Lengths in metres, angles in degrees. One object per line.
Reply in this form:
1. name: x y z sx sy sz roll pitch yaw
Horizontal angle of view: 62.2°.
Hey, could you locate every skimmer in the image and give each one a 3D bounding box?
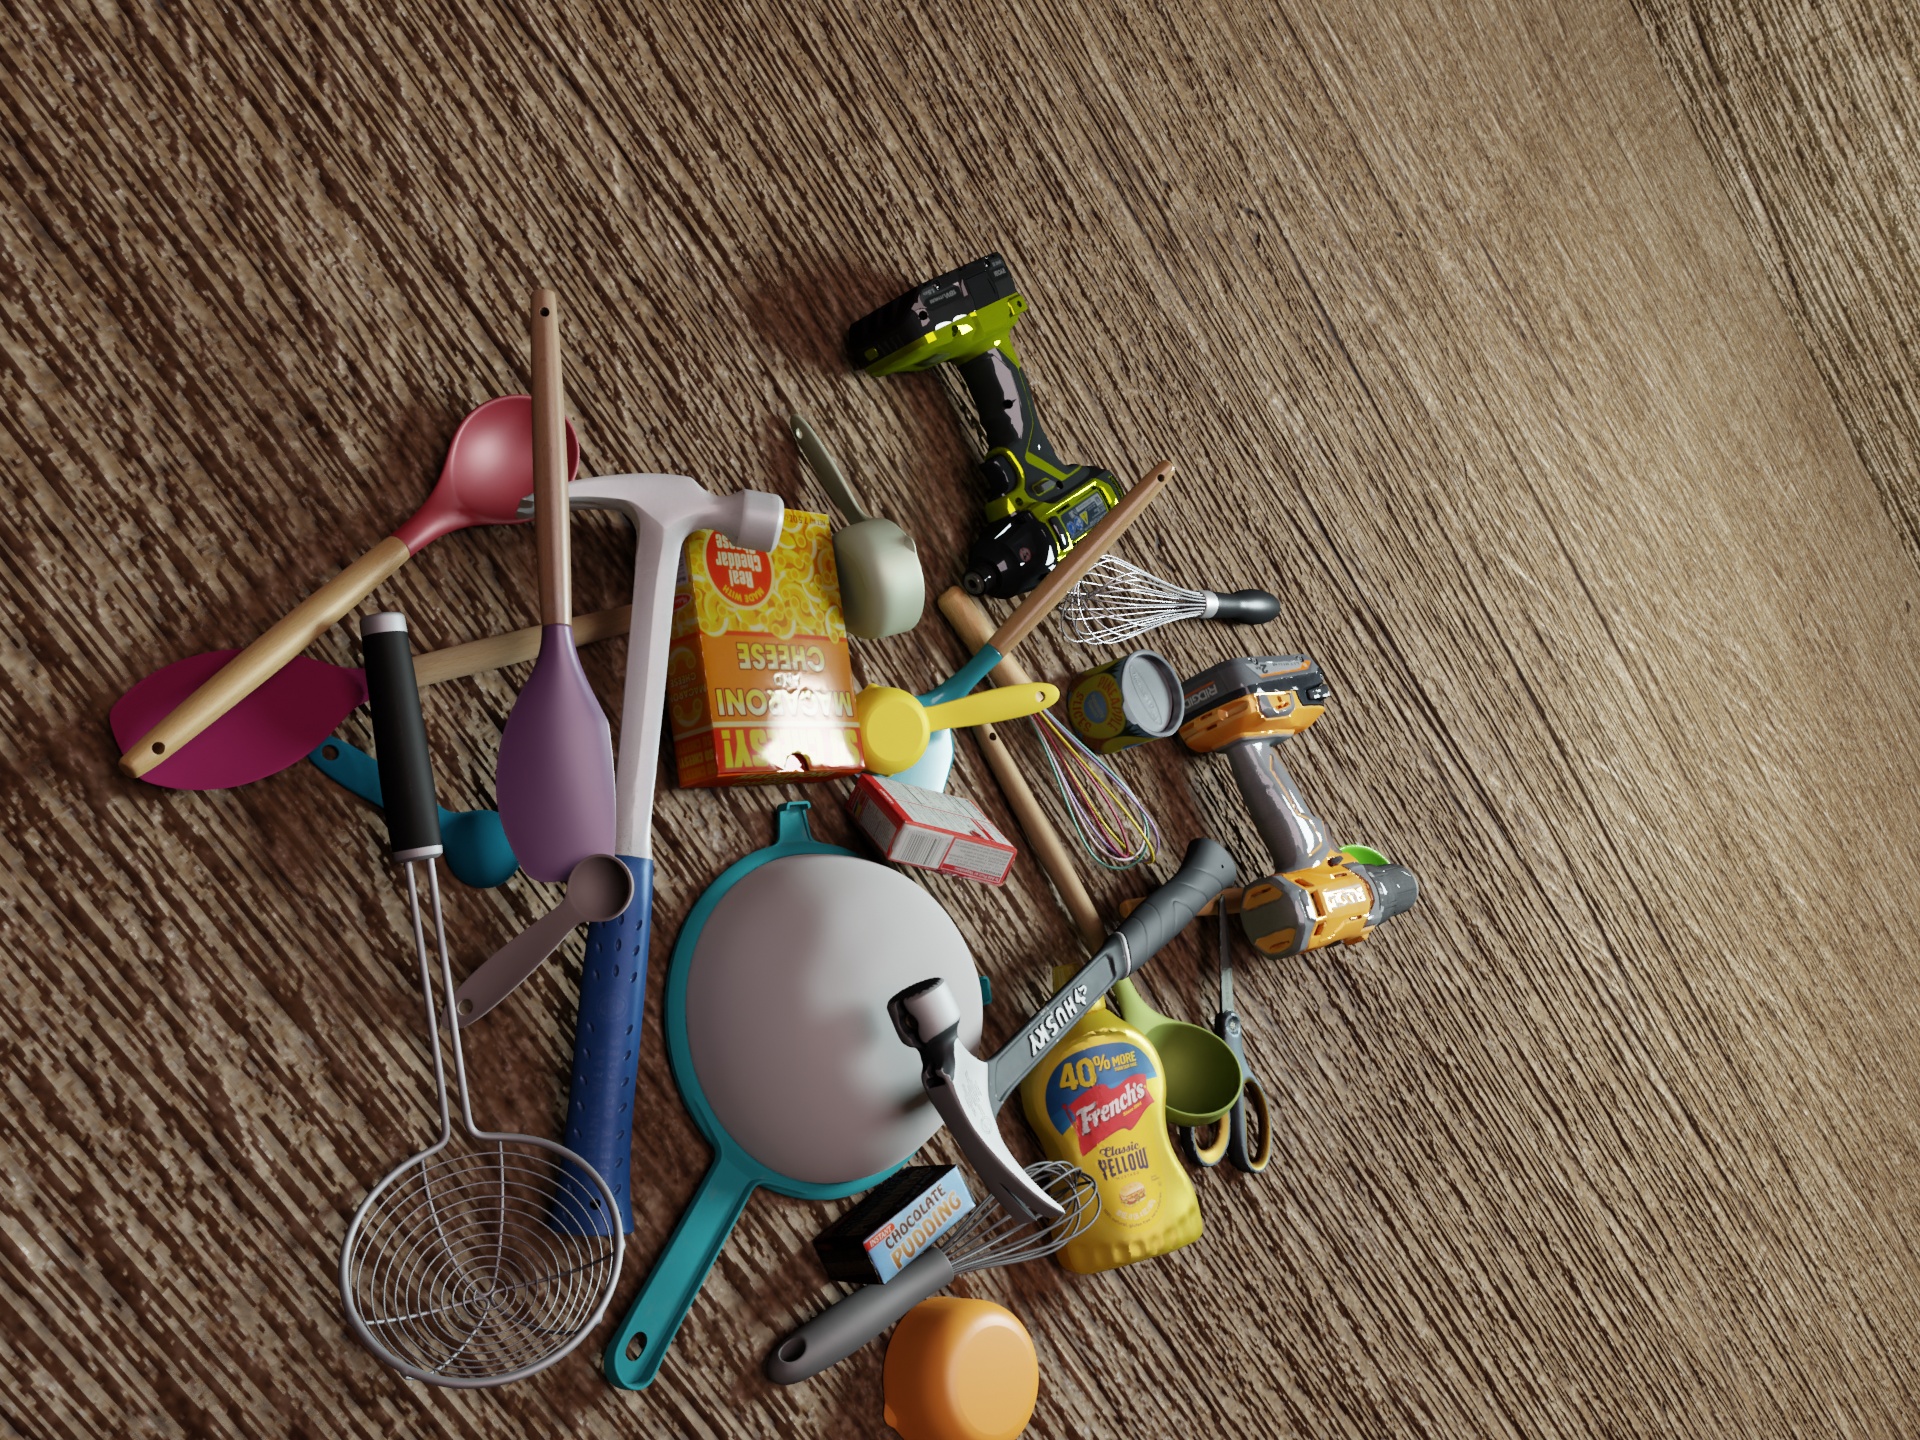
1. skimmer: -0.246 0.121 0.755 0.127 0.090 0.363 -8 85 -22

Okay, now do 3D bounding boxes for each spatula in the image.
1. spatula: 0.046 -0.063 1.077 0.317 0.044 0.082 -48 110 -11
2. spatula: -0.215 -0.074 0.832 0.059 0.018 0.316 -1 82 -17

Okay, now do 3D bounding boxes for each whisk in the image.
1. whisk: -0.011 0.322 0.931 0.239 0.055 0.055 -21 90 -33
2. whisk: 0.060 0.008 1.123 0.245 0.051 0.047 53 11 -9
3. whisk: 0.169 -0.092 1.245 0.284 0.070 0.070 -3 78 -48

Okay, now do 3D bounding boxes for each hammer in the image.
1. hammer: -0.183 0.062 0.848 0.144 0.035 0.406 7 78 -18
2. hammer: 0.096 0.162 1.011 0.409 0.036 0.149 -28 94 -57

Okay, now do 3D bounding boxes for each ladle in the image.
1. ladle: 0.096 0.137 1.097 0.078 0.062 0.320 -32 95 -38
2. ladle: -0.304 -0.074 0.816 0.069 0.031 0.315 57 44 -22

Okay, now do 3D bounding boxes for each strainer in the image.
1. strainer: -0.083 0.210 0.882 0.210 0.095 0.340 47 49 -20

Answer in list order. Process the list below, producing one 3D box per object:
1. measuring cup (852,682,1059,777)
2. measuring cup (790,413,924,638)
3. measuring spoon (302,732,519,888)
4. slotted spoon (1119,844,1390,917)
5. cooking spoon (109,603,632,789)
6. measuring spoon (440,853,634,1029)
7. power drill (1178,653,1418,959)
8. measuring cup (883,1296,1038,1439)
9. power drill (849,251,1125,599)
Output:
1. measuring cup: -0.002 -0.003 1.029 0.156 0.029 0.062 -12 95 -20
2. measuring cup: -0.082 -0.127 1.028 0.038 0.083 0.168 -22 75 -34
3. measuring spoon: -0.277 0.042 0.815 0.128 0.021 0.042 38 54 -26
4. slotted spoon: 0.237 0.137 1.243 0.313 0.031 0.070 1 75 -40
5. cooking spoon: -0.279 -0.027 0.840 0.319 0.017 0.069 -20 79 -44
6. measuring spoon: -0.214 0.114 0.807 0.034 0.124 0.018 50 2 12
7. power drill: 0.269 0.065 1.241 0.185 0.084 0.226 -4 71 -42
8. measuring cup: 0.020 0.423 0.930 0.095 0.052 0.173 -21 88 -44
9. power drill: 0.020 -0.203 1.131 0.171 0.080 0.223 -38 105 -44
